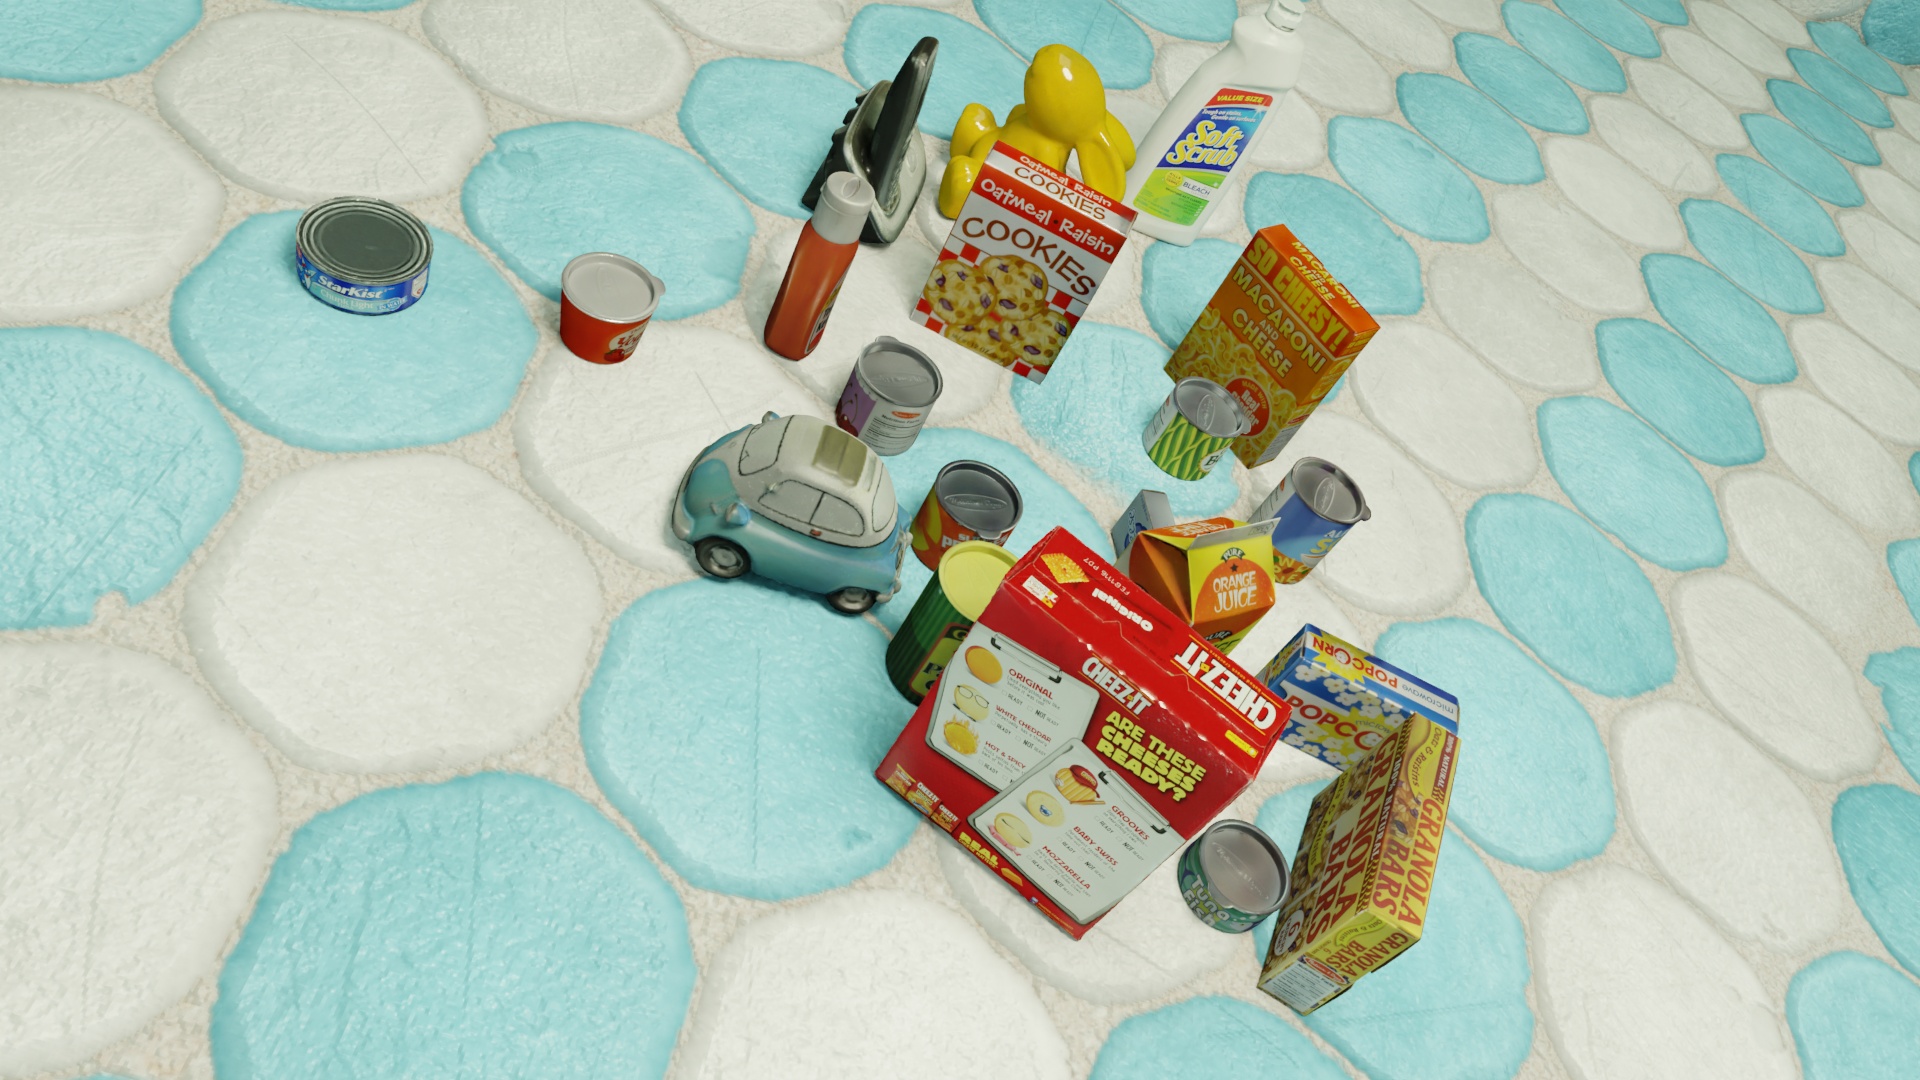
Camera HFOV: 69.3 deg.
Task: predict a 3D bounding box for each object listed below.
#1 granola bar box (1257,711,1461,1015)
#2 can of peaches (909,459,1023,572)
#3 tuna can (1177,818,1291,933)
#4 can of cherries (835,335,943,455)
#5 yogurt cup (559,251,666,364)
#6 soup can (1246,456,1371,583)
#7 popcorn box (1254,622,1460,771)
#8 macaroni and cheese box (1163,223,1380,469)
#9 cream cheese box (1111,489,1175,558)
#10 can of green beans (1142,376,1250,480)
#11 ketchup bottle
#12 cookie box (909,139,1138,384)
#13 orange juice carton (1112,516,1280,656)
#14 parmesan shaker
[{"bbox_3d":[0.255,0.204,0.882,0.039,0.123,0.166,33,45,1],"label":"granola bar box"},{"bbox_3d":[0.004,-0.012,0.983,0.071,0.057,0.071,14,48,-16],"label":"can of peaches"},{"bbox_3d":[0.174,0.217,0.893,0.071,0.032,0.071,14,48,-16],"label":"tuna can"},{"bbox_3d":[-0.054,-0.108,1.034,0.071,0.058,0.072,14,48,-16],"label":"can of cherries"},{"bbox_3d":[-0.252,-0.162,0.983,0.072,0.053,0.073,14,48,-16],"label":"yogurt cup"},{"bbox_3d":[0.272,-0.013,1.102,0.071,0.083,0.072,14,48,-16],"label":"soup can"},{"bbox_3d":[0.277,0.121,0.990,0.127,0.084,0.038,26,46,-5],"label":"popcorn box"},{"bbox_3d":[0.256,-0.161,1.160,0.040,0.165,0.124,-19,64,-37],"label":"macaroni and cheese box"},{"bbox_3d":[0.143,0.019,1.031,0.024,0.053,0.104,8,50,-22],"label":"cream cheese box"},{"bbox_3d":[0.192,-0.092,1.146,0.071,0.057,0.071,14,48,-16],"label":"can of green beans"},{"bbox_3d":[-0.104,-0.204,1.027,0.043,0.148,0.065,25,46,-6],"label":"ketchup bottle"},{"bbox_3d":[0.047,-0.218,1.102,0.123,0.166,0.040,26,46,-5],"label":"cookie box"},{"bbox_3d":[0.134,0.049,0.904,0.072,0.191,0.073,-9,58,-32],"label":"orange juice carton"},{"bbox_3d":[0.002,0.057,0.893,0.071,0.102,0.072,14,48,-16],"label":"parmesan shaker"}]
